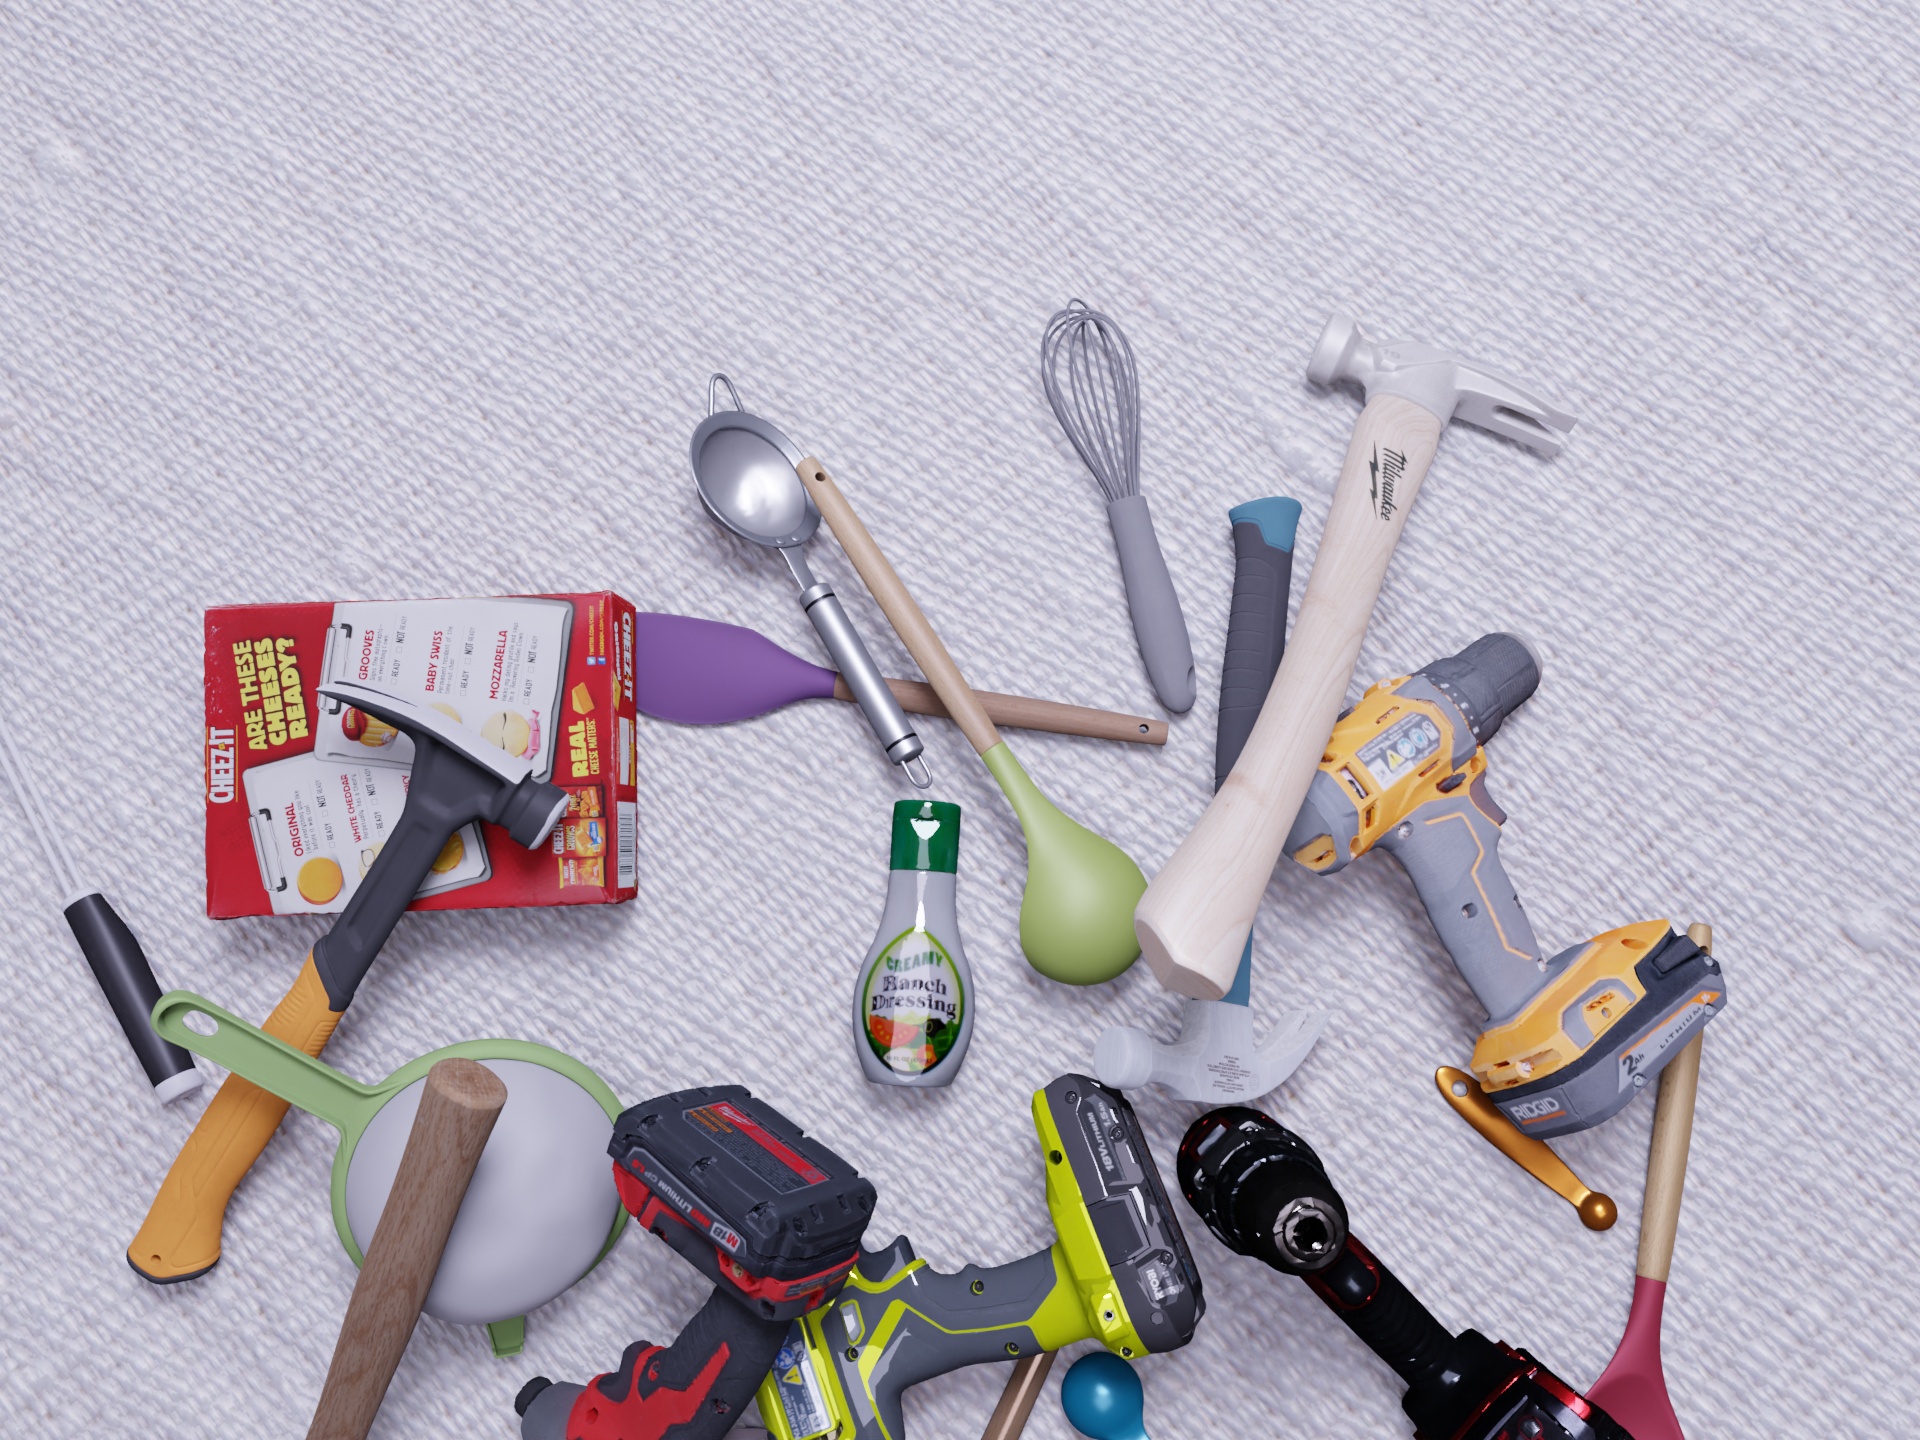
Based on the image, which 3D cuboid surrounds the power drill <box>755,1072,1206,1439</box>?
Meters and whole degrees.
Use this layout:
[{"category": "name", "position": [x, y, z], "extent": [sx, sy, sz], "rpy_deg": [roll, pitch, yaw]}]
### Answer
[{"category": "power drill", "position": [-0.007, 0.267, 0.788], "extent": [0.223, 0.080, 0.171], "rpy_deg": [-23, 72, 5]}]

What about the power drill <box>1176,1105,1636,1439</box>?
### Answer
[{"category": "power drill", "position": [0.198, 0.276, 0.735], "extent": [0.080, 0.188, 0.227], "rpy_deg": [-45, 86, -5]}]

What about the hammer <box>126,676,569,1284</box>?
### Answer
[{"category": "hammer", "position": [-0.333, 0.142, 0.797], "extent": [0.127, 0.034, 0.337], "rpy_deg": [32, 100, -6]}]

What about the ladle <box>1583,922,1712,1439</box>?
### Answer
[{"category": "ladle", "position": [0.356, 0.258, 0.811], "extent": [0.069, 0.031, 0.315], "rpy_deg": [15, 79, -5]}]

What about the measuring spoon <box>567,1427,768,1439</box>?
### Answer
[{"category": "measuring spoon", "position": [-0.148, 0.376, 0.813], "extent": [0.124, 0.018, 0.034], "rpy_deg": [-3, 69, -6]}]

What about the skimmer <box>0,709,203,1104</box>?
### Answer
[{"category": "skimmer", "position": [-0.520, 0.050, 0.841], "extent": [0.127, 0.090, 0.363], "rpy_deg": [-35, 82, 28]}]

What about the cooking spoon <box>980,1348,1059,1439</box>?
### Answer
[{"category": "cooking spoon", "position": [-0.010, 0.423, 0.795], "extent": [0.069, 0.017, 0.319], "rpy_deg": [27, 81, -1]}]

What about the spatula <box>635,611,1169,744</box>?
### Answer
[{"category": "spatula", "position": [-0.044, -0.013, 0.874], "extent": [0.316, 0.018, 0.060], "rpy_deg": [8, 84, 4]}]

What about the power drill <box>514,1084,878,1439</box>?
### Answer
[{"category": "power drill", "position": [-0.136, 0.293, 0.751], "extent": [0.143, 0.078, 0.219], "rpy_deg": [27, 102, 32]}]

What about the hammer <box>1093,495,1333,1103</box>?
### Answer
[{"category": "hammer", "position": [0.146, 0.034, 0.833], "extent": [0.128, 0.033, 0.331], "rpy_deg": [17, 72, -28]}]

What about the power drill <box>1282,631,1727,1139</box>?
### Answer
[{"category": "power drill", "position": [0.281, 0.071, 0.812], "extent": [0.185, 0.084, 0.226], "rpy_deg": [-33, 80, -25]}]

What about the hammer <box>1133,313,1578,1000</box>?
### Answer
[{"category": "hammer", "position": [0.191, -0.040, 0.788], "extent": [0.146, 0.038, 0.411], "rpy_deg": [23, 60, 8]}]

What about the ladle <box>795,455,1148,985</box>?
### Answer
[{"category": "ladle", "position": [-0.001, -0.003, 0.844], "extent": [0.078, 0.062, 0.320], "rpy_deg": [-29, 80, -25]}]

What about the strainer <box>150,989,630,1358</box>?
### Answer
[{"category": "strainer", "position": [-0.272, 0.209, 0.763], "extent": [0.256, 0.069, 0.151], "rpy_deg": [37, 89, -20]}]

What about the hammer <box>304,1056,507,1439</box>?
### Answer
[{"category": "hammer", "position": [-0.274, 0.295, 0.745], "extent": [0.130, 0.031, 0.331], "rpy_deg": [26, 111, 2]}]

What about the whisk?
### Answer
[{"category": "whisk", "position": [0.091, -0.119, 0.876], "extent": [0.055, 0.055, 0.239], "rpy_deg": [-14, 84, -1]}]

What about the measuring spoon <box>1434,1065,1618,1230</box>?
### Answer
[{"category": "measuring spoon", "position": [0.294, 0.222, 0.826], "extent": [0.117, 0.011, 0.021], "rpy_deg": [42, 84, 8]}]

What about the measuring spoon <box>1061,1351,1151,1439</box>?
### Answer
[{"category": "measuring spoon", "position": [0.095, 0.365, 0.776], "extent": [0.042, 0.021, 0.129], "rpy_deg": [-29, 56, -18]}]

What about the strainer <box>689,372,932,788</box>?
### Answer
[{"category": "strainer", "position": [-0.084, -0.072, 0.865], "extent": [0.087, 0.050, 0.258], "rpy_deg": [-16, 71, -47]}]
